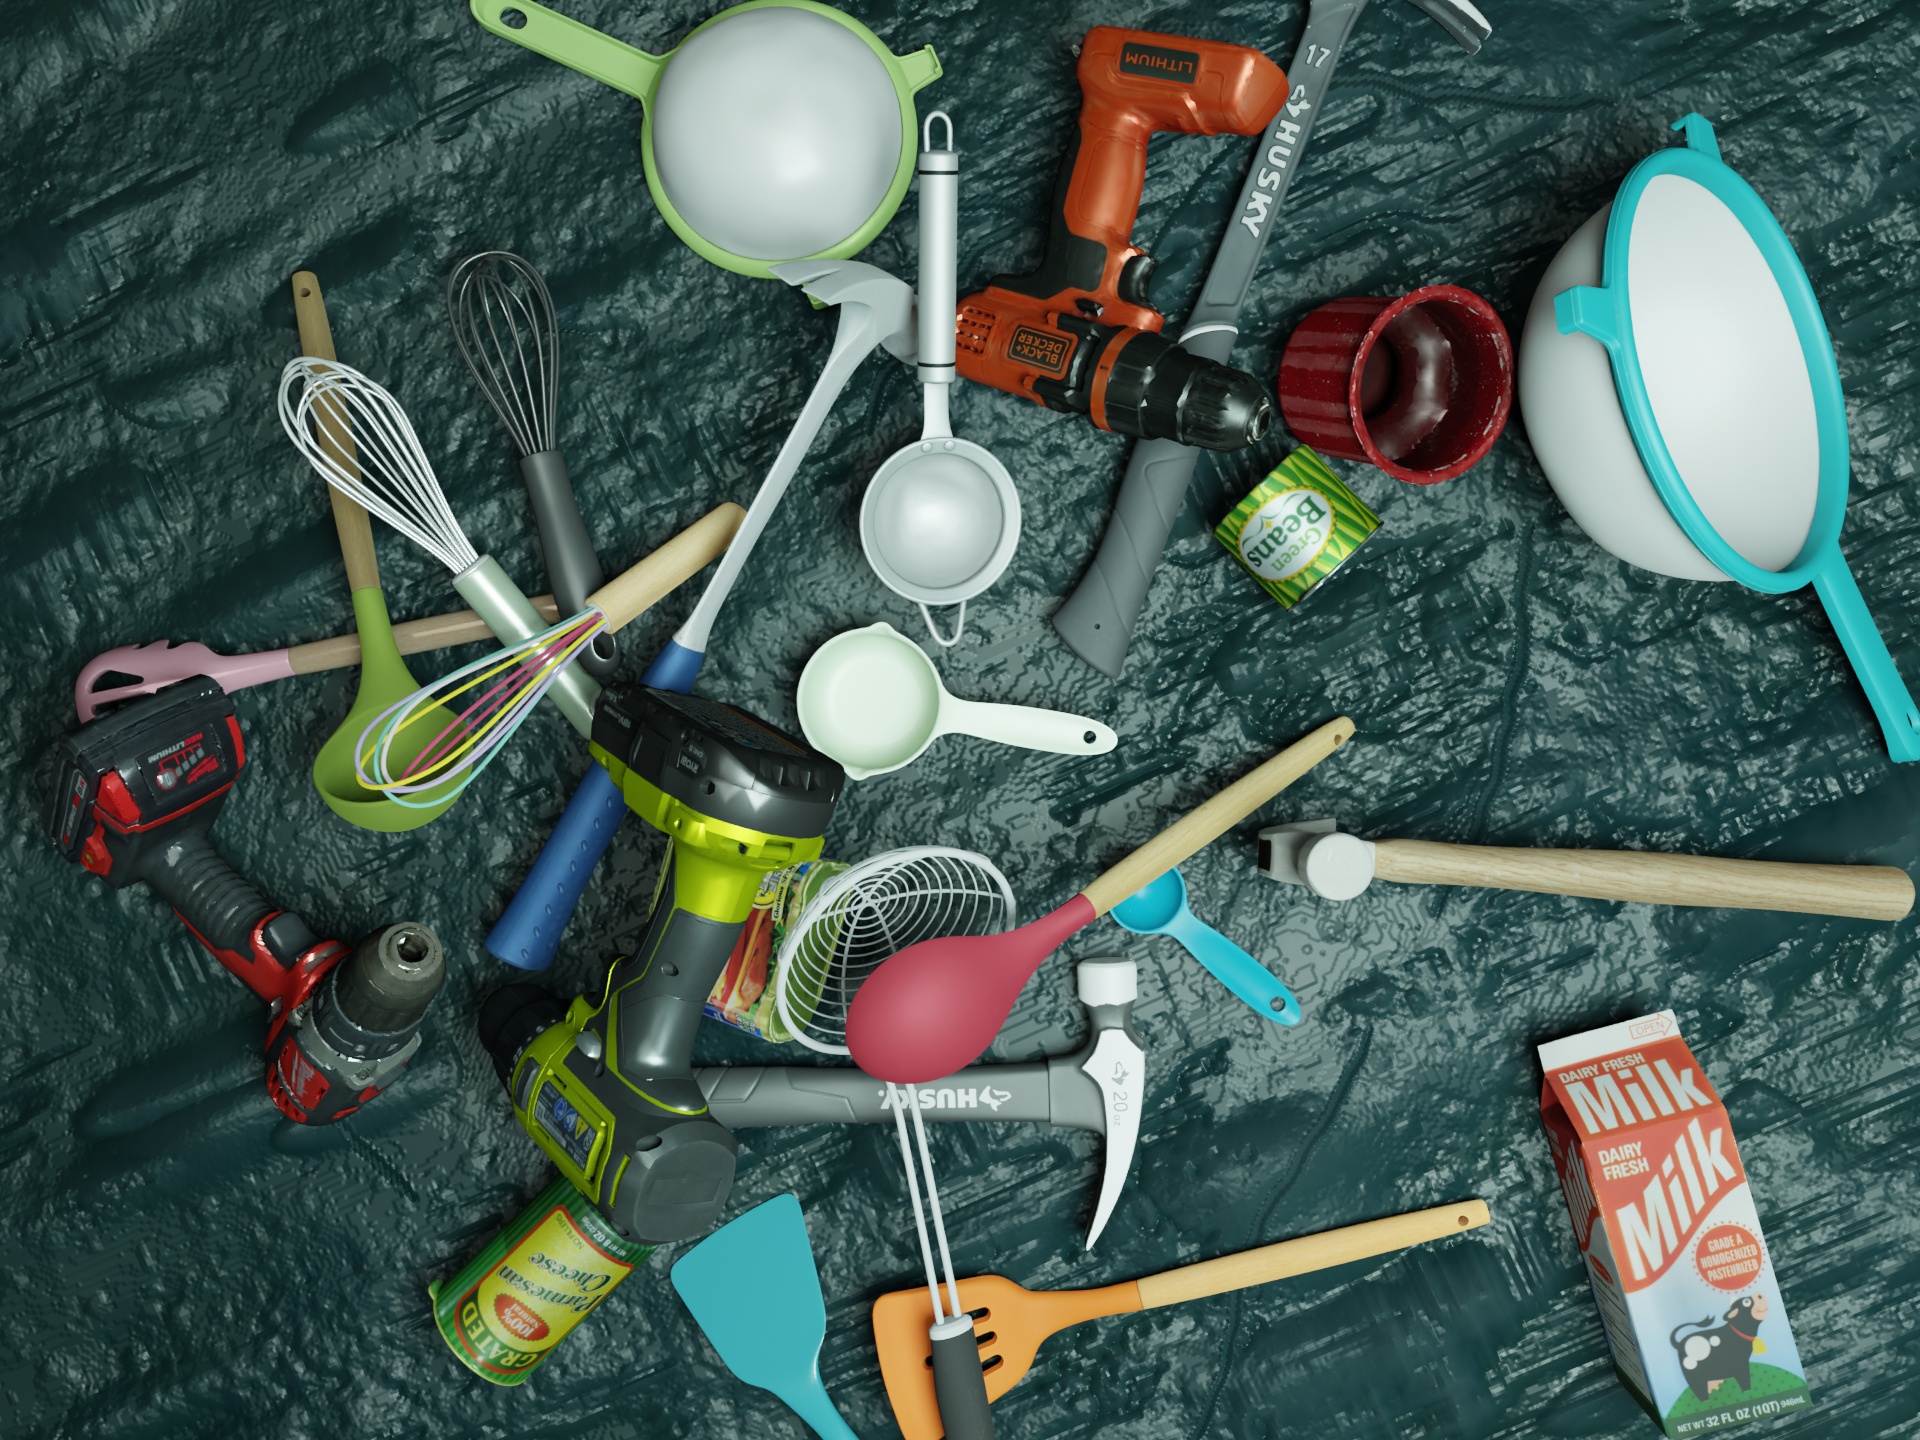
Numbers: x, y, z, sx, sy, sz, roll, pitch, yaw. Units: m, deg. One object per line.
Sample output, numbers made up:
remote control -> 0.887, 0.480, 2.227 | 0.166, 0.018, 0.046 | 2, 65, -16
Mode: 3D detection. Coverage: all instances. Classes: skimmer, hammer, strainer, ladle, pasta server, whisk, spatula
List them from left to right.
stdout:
pasta server -> -0.333, -0.038, 0.866 | 0.316, 0.040, 0.060 | -12, 89, 0
ladle -> -0.317, -0.096, 0.829 | 0.078, 0.062, 0.320 | -13, 78, -11
whisk -> -0.259, -0.084, 0.821 | 0.059, 0.058, 0.246 | -23, 113, 38
whisk -> -0.219, -0.137, 0.841 | 0.055, 0.055, 0.239 | -17, 87, 4
whisk -> -0.194, -0.038, 0.793 | 0.245, 0.047, 0.051 | -42, 103, -30
strainer -> -0.147, -0.336, 0.831 | 0.256, 0.069, 0.151 | 25, 92, 2
hammer -> -0.138, -0.049, 0.812 | 0.035, 0.144, 0.405 | 33, 99, 17
hammer -> -0.070, 0.204, 0.841 | 0.335, 0.035, 0.146 | -2, 89, 4
spatula -> -0.039, 0.406, 0.846 | 0.082, 0.044, 0.317 | -33, 92, 3
strainer -> -0.011, -0.167, 0.795 | 0.087, 0.050, 0.258 | -6, 111, -18
skimmer -> -0.006, 0.241, 0.772 | 0.127, 0.090, 0.363 | -11, 89, -25
ladle -> 0.080, 0.078, 0.774 | 0.315, 0.031, 0.069 | -31, 113, -23
spatula -> 0.117, 0.296, 0.826 | 0.322, 0.041, 0.081 | -15, 88, 3
hammer -> 0.141, -0.217, 0.830 | 0.149, 0.036, 0.409 | 21, 92, 3
hammer -> 0.309, 0.076, 0.788 | 0.331, 0.130, 0.031 | 4, 90, -7
strainer -> 0.369, -0.107, 0.785 | 0.340, 0.095, 0.211 | 53, 54, -19

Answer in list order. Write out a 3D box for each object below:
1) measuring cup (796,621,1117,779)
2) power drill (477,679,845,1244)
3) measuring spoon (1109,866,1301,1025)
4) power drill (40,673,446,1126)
measuring cup -> -0.001, -0.003, 0.837 | 0.167, 0.038, 0.083 | 9, 90, 2
power drill -> -0.154, 0.103, 0.756 | 0.191, 0.080, 0.228 | 26, 99, 46
measuring spoon -> 0.129, 0.117, 0.841 | 0.128, 0.021, 0.042 | 40, 92, -6
power drill -> -0.351, 0.089, 0.799 | 0.227, 0.080, 0.188 | 50, 135, 3
